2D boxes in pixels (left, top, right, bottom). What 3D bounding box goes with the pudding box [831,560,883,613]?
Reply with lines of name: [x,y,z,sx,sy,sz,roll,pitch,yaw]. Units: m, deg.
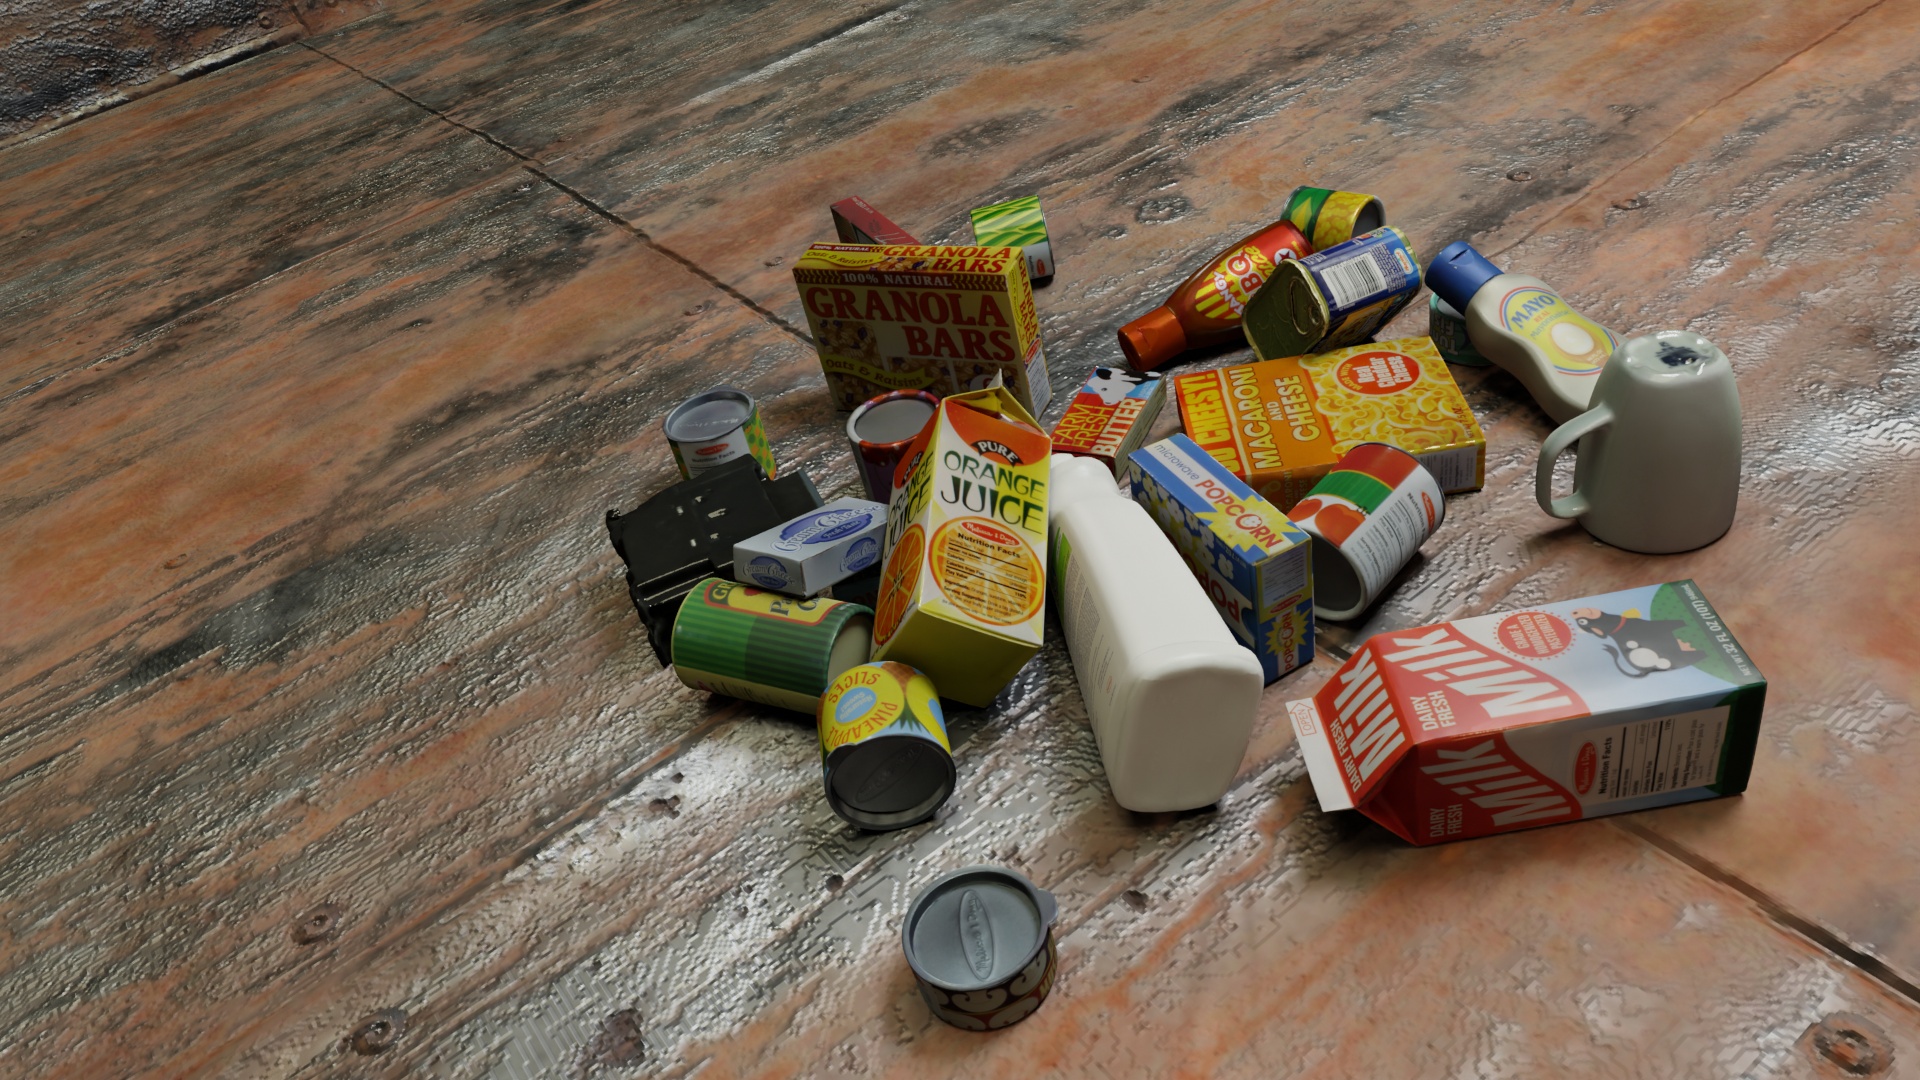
pudding box: [-0.038,0.018,0.850,0.084,0.030,0.050,-14,38,1]

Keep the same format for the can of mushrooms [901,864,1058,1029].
can of mushrooms: [0.012,0.182,0.623,0.071,0.033,0.071,-9,37,7]

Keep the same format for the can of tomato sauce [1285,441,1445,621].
can of tomato sauce: [0.216,-0.005,0.770,0.071,0.070,0.083,23,51,39]

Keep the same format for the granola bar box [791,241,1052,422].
granola bar box: [-0.025,-0.147,0.981,0.165,0.123,0.039,7,43,25]

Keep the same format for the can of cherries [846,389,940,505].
can of cherries: [-0.035,-0.060,0.927,0.071,0.058,0.072,-9,37,7]

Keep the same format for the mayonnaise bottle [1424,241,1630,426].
mayonnaise bottle: [0.356,-0.131,0.870,0.065,0.041,0.148,-34,60,-10]

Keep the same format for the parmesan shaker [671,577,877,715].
parmesan shaker: [-0.101,0.061,0.789,0.103,0.071,0.072,8,42,26]

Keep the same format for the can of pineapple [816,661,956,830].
can of pineapple: [-0.040,0.103,0.710,0.071,0.070,0.058,-15,36,-1]

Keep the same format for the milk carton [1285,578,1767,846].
milk carton: [0.253,0.083,0.640,0.190,0.073,0.073,-11,37,4]

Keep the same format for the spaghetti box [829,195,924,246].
spaghetti box: [-0.043,-0.222,1.143,0.029,0.050,0.251,-27,39,-14]

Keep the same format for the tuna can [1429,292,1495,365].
tuna can: [0.348,-0.148,0.937,0.071,0.032,0.071,-9,37,7]

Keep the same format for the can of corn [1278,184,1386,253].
can of corn: [0.275,-0.226,1.035,0.058,0.070,0.071,19,48,36]

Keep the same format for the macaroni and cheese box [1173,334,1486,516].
macaroni and cheese box: [0.226,-0.069,0.870,0.166,0.040,0.124,-9,38,6]

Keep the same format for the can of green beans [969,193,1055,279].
can of green beans: [0.042,-0.243,1.129,0.058,0.071,0.071,-12,37,4]

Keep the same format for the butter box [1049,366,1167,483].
butter box: [0.098,-0.079,0.936,0.053,0.024,0.104,9,43,26]

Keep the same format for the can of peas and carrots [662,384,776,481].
can of peas and carrots: [-0.168,-0.067,0.978,0.071,0.058,0.071,-9,37,7]

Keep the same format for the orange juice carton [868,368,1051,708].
orange juice carton: [0.003,-0.010,0.789,0.073,0.071,0.194,19,49,-16]

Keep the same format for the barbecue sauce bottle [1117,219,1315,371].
barbecue sauce bottle: [0.185,-0.170,0.998,0.149,0.043,0.065,-29,82,-5]

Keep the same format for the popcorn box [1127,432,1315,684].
popcorn box: [0.142,0.007,0.762,0.038,0.084,0.127,-22,38,-14]

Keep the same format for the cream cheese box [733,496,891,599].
cream cheese box: [-0.079,0.003,0.812,0.053,0.024,0.104,11,24,33]
